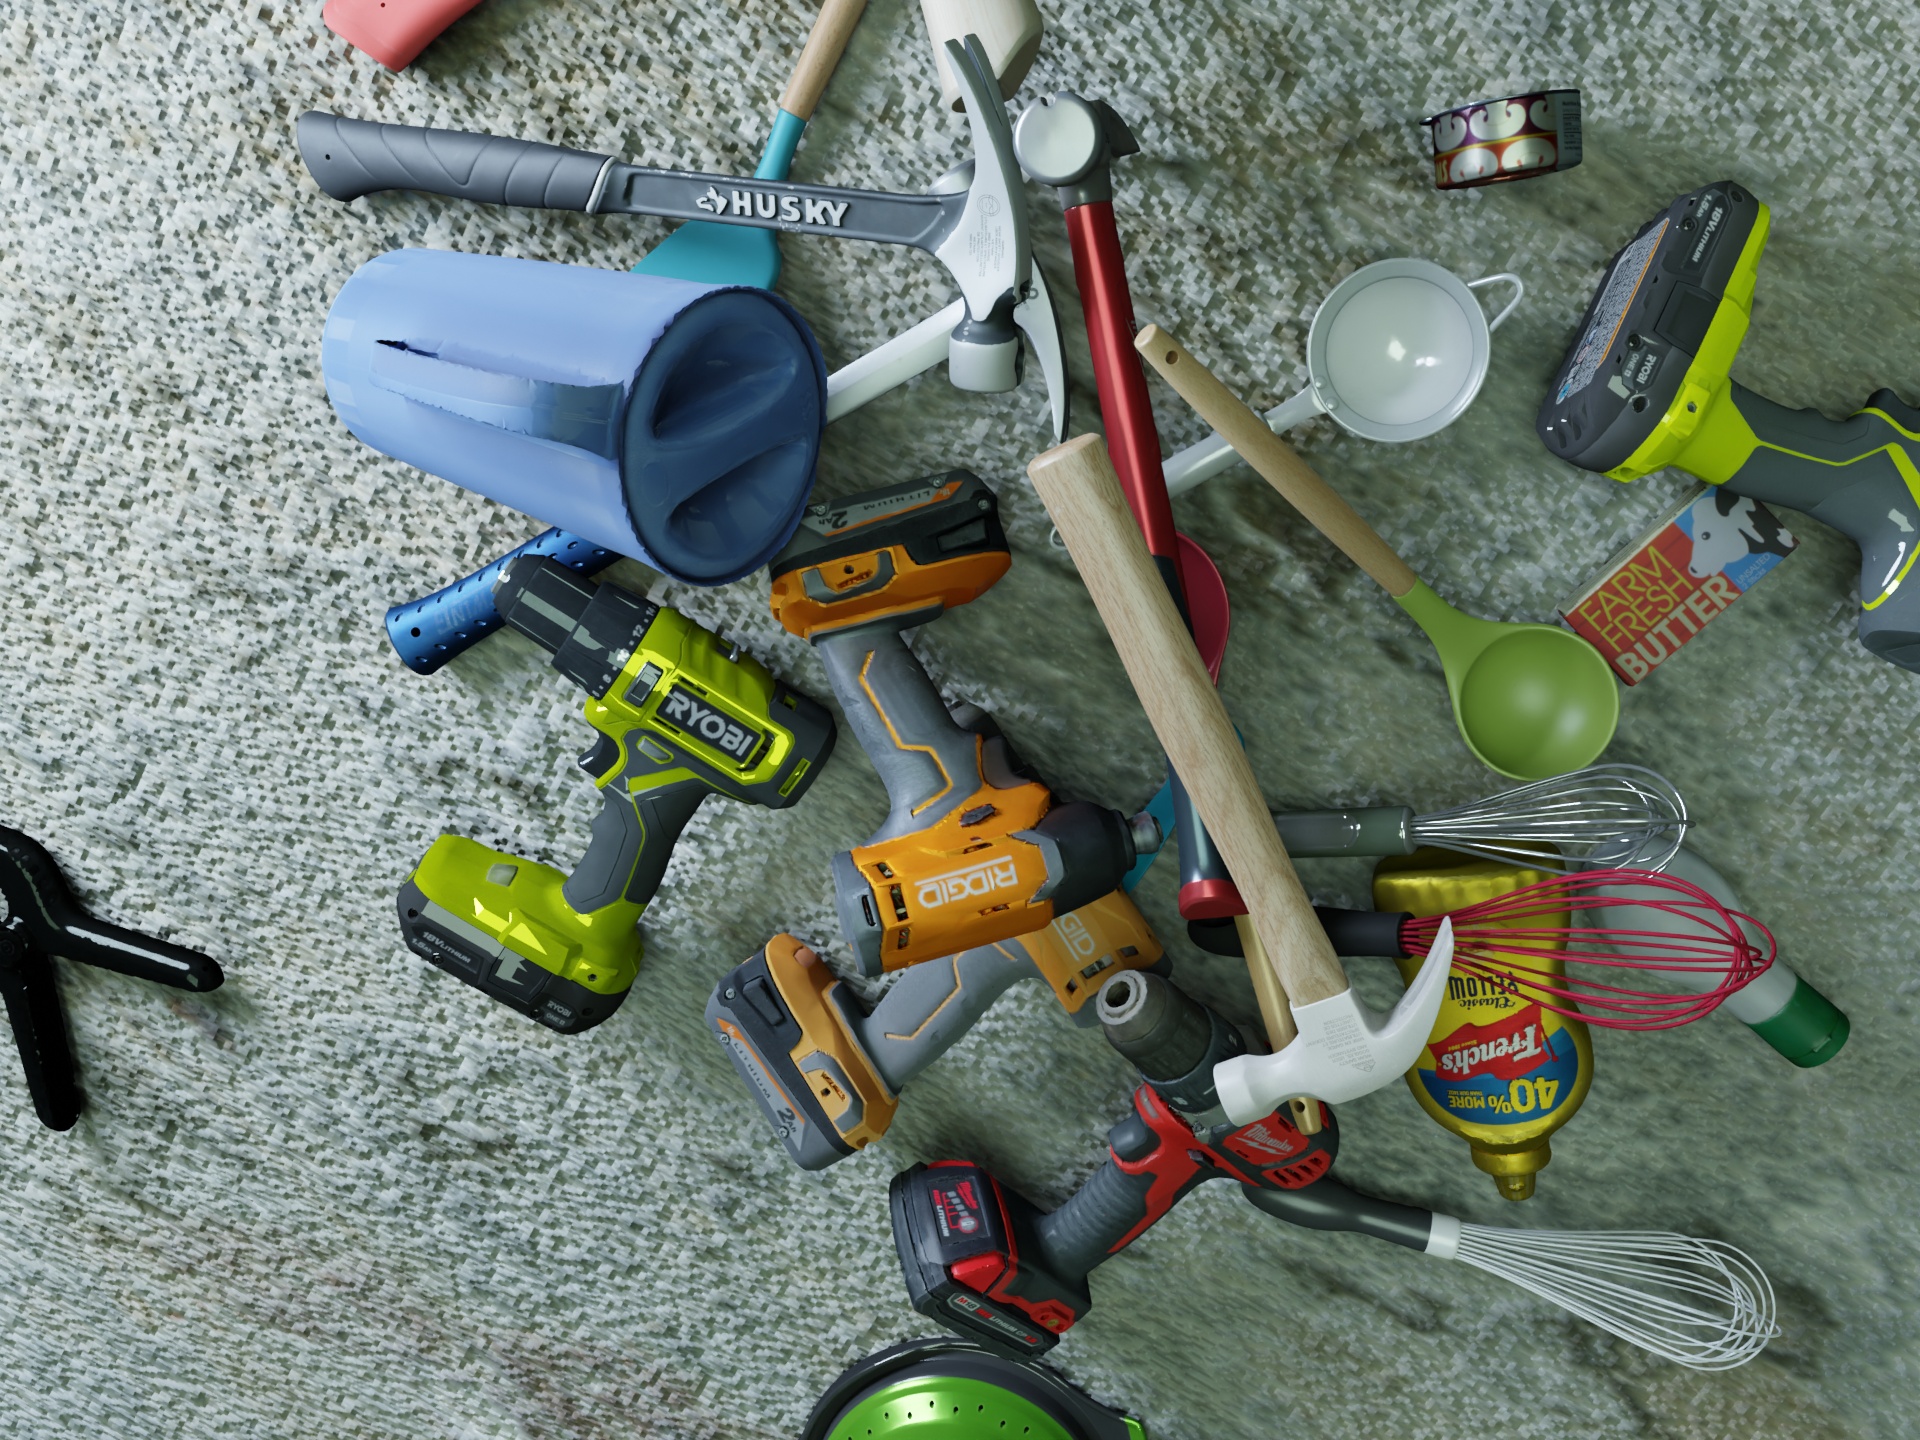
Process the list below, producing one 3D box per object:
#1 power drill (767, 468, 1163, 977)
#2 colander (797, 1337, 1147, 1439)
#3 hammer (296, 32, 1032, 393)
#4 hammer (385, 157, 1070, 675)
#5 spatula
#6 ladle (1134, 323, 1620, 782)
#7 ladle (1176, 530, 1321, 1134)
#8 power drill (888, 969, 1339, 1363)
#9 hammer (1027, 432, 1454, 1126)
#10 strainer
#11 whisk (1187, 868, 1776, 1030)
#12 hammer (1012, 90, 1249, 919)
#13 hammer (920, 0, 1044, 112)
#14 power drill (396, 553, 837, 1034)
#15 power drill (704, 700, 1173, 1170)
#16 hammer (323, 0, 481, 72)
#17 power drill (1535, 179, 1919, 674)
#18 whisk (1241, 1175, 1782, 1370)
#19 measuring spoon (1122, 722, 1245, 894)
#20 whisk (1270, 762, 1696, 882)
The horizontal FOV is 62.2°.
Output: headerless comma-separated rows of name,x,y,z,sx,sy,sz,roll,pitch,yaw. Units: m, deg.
power drill,-0.001,-0.003,0.790,0.164,0.084,0.226,-14,82,-6
colander,-0.086,0.480,0.940,0.397,0.094,0.204,-3,102,9
hammer,-0.156,-0.260,0.763,0.409,0.036,0.149,14,122,21
hammer,-0.130,-0.127,0.841,0.405,0.035,0.144,-27,97,13
spatula,-0.074,-0.325,0.784,0.082,0.044,0.317,32,104,14
ladle,0.196,-0.075,0.735,0.320,0.062,0.078,37,95,-27
ladle,0.136,0.053,0.807,0.069,0.031,0.315,-18,83,35
power drill,0.069,0.230,0.836,0.226,0.080,0.187,-37,127,14
hammer,0.119,0.026,0.715,0.130,0.031,0.331,-23,102,17
strainer,0.155,-0.149,0.792,0.258,0.050,0.087,-27,91,19
whisk,0.233,0.105,0.766,0.296,0.073,0.073,-4,104,43
hammer,0.093,-0.093,0.761,0.038,0.143,0.386,-8,102,17
hammer,-0.053,-0.471,0.708,0.146,0.038,0.410,-15,89,16
power drill,-0.203,0.038,0.855,0.190,0.080,0.228,33,105,-14
power drill,-0.026,0.115,0.859,0.226,0.084,0.185,-33,89,10
hammer,-0.158,-0.425,0.773,0.359,0.036,0.149,-21,88,15
power drill,0.399,-0.143,0.728,0.223,0.080,0.171,27,84,-1
whisk,0.294,0.288,0.864,0.284,0.070,0.070,13,104,11
measuring spoon,0.112,0.049,0.857,0.042,0.021,0.128,40,116,20
whisk,0.231,0.055,0.792,0.246,0.059,0.058,-5,81,30
